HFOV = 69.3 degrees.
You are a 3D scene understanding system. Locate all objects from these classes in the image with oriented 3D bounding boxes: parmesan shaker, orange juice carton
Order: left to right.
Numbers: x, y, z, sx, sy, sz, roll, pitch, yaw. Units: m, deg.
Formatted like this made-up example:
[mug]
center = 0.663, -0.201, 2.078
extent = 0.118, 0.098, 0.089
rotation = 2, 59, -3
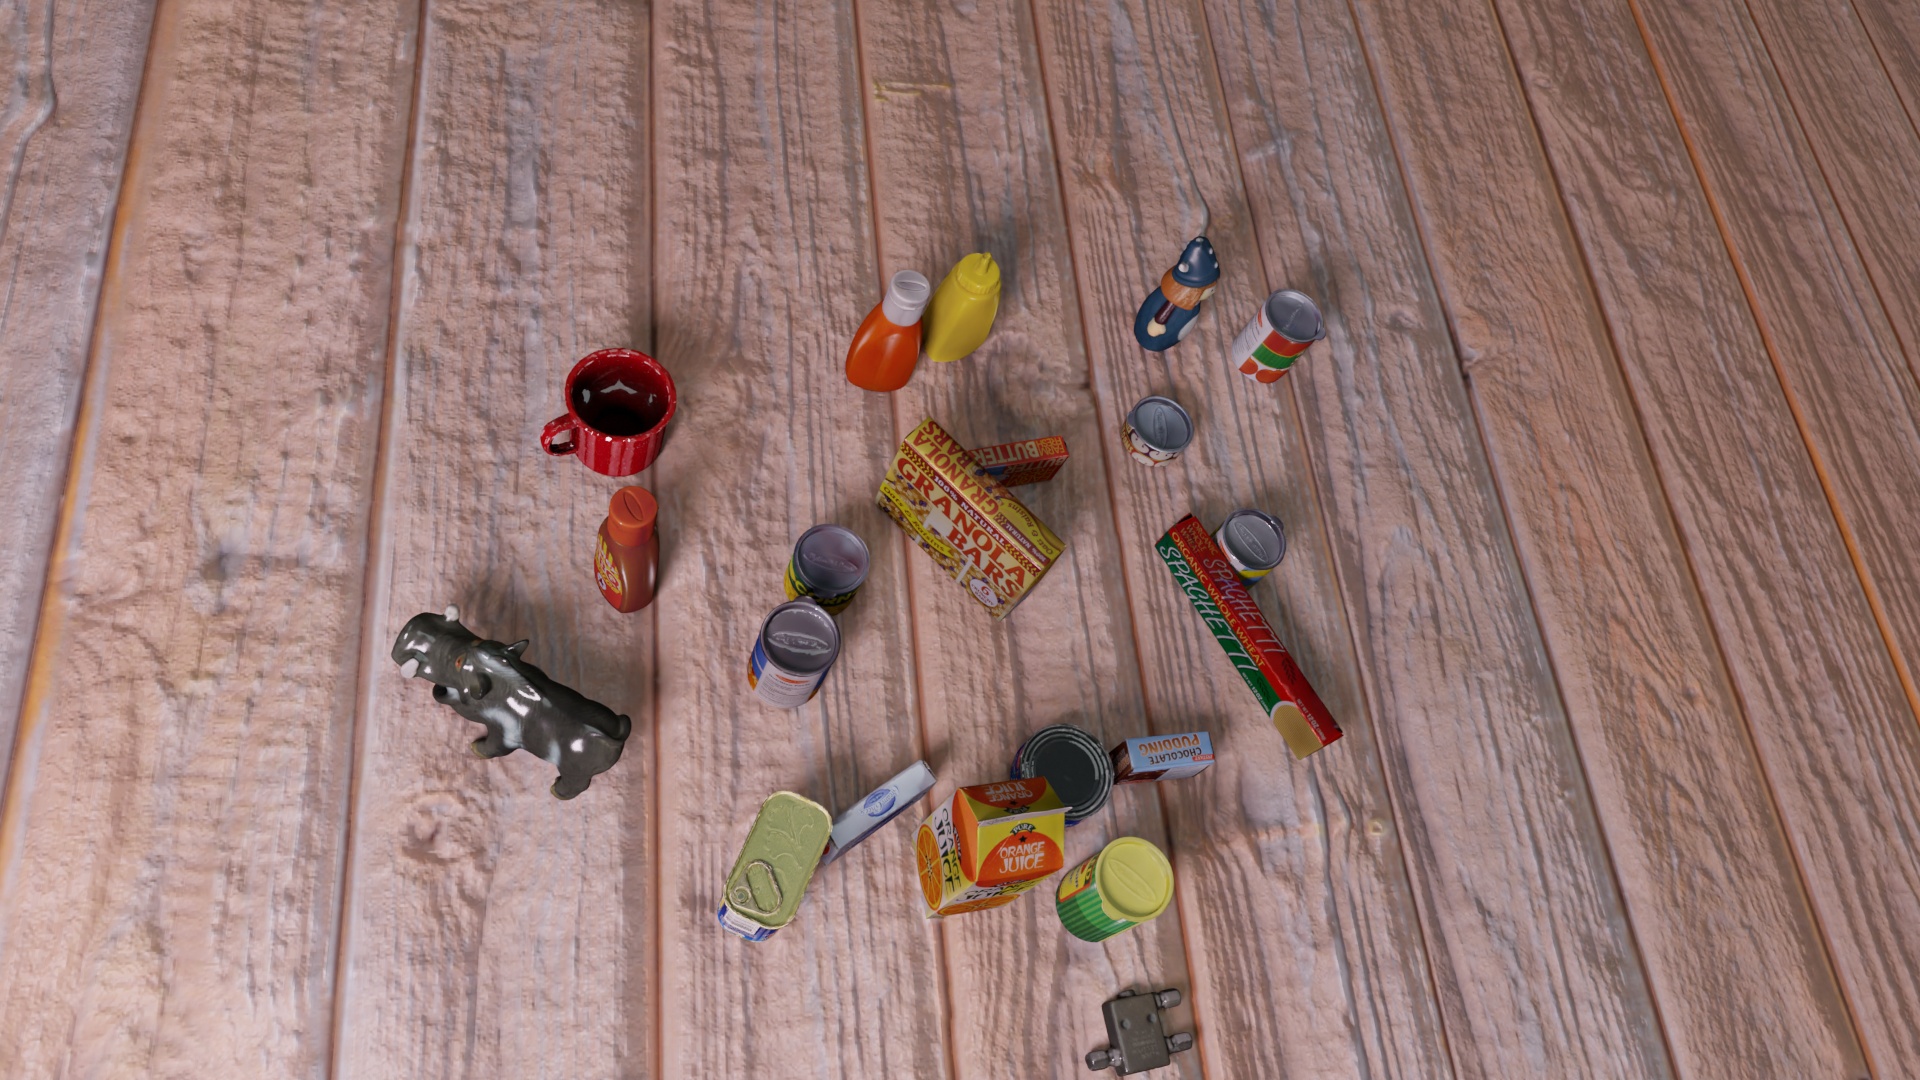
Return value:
[orange juice carton]
center = 0.023, 0.236, 1.076
extent = 0.072, 0.191, 0.073
rotation = -4, 66, -19
[parmesan shaker]
center = 0.122, 0.288, 1.133
extent = 0.071, 0.102, 0.071
rotation = 7, 63, -14

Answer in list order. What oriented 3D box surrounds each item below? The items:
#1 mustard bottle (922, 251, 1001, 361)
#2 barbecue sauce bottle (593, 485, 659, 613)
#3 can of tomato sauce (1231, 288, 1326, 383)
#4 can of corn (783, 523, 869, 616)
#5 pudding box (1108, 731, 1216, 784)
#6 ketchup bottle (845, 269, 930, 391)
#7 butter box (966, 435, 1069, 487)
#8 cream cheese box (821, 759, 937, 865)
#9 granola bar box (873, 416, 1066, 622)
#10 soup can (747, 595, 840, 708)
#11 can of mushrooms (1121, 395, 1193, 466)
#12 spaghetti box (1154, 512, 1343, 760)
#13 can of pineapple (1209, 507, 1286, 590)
[mustard bottle]
center = 0.007, -0.229, 1.321
extent = 0.065, 0.159, 0.049
rotation = -18, 71, -24
[barbecue sauce bottle]
center = -0.269, 0.004, 1.126
extent = 0.044, 0.148, 0.065
rotation = -23, 74, -26
[can of tomato sauce]
center = 0.334, -0.213, 1.460
extent = 0.071, 0.082, 0.071
rotation = 7, 63, -14
[can of corn]
center = -0.118, 0.030, 1.212
extent = 0.071, 0.058, 0.071
rotation = 7, 63, -14
[pudding box]
center = 0.177, 0.193, 1.228
extent = 0.084, 0.049, 0.030
rotation = -3, 66, -19
[ketchup bottle]
center = -0.063, -0.193, 1.288
extent = 0.065, 0.148, 0.044
rotation = 4, 64, -15
[butter box]
center = 0.047, -0.071, 1.317
extent = 0.104, 0.053, 0.024
rotation = -11, 69, -22
[cream cheese box]
center = -0.070, 0.222, 1.134
extent = 0.104, 0.053, 0.024
rotation = -31, 77, -28
[granola bar box]
center = 0.004, -0.015, 1.235
extent = 0.165, 0.123, 0.039
rotation = 44, 61, 7
[soup can]
center = -0.140, 0.094, 1.159
extent = 0.071, 0.083, 0.071
rotation = 7, 63, -14
[can of mushrooms]
center = 0.195, -0.110, 1.394
extent = 0.071, 0.033, 0.071
rotation = 7, 63, -14
[spaghetti box]
center = 0.268, 0.089, 1.308
extent = 0.029, 0.050, 0.250
rotation = -25, 74, -26
[can of pineapple]
center = 0.274, 0.010, 1.345
extent = 0.071, 0.057, 0.071
rotation = 7, 63, -14
